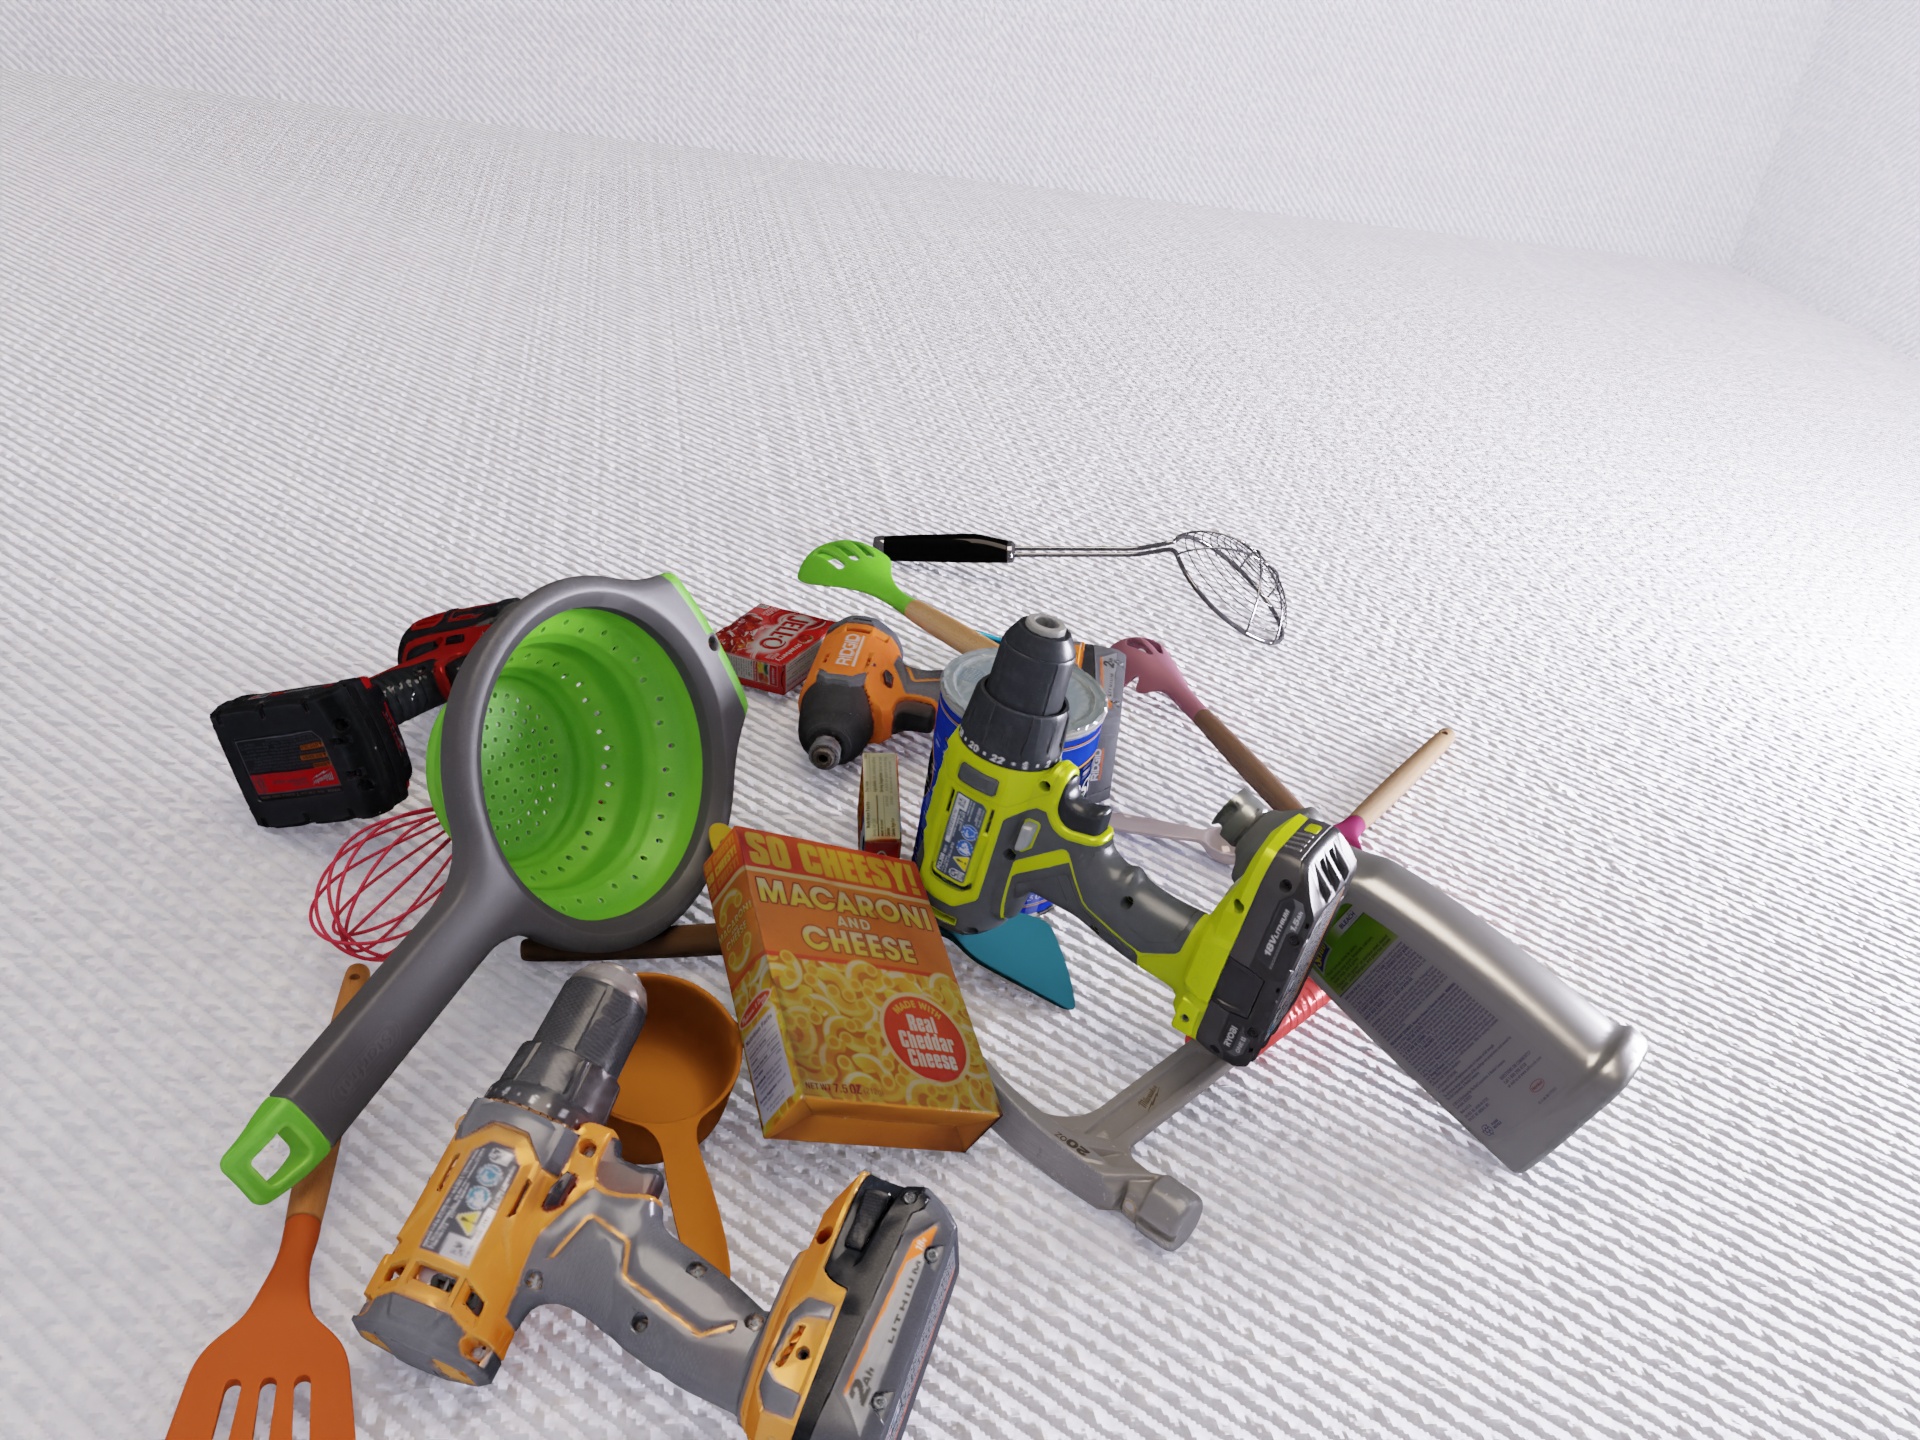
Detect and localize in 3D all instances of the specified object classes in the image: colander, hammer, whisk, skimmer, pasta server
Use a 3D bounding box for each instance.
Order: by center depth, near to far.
[{"bbox_3d":[-0.258,0.077,0.830,0.094,0.204,0.397,-4,37,33],"label":"colander"},{"bbox_3d":[0.166,0.168,0.924,0.149,0.036,0.359,31,37,32],"label":"hammer"},{"bbox_3d":[-0.294,0.058,0.958,0.073,0.073,0.296,14,24,7],"label":"whisk"},{"bbox_3d":[0.191,0.018,1.179,0.060,0.040,0.317,-5,34,-24],"label":"pasta server"},{"bbox_3d":[0.105,-0.121,1.399,0.363,0.090,0.127,2,32,6],"label":"skimmer"}]

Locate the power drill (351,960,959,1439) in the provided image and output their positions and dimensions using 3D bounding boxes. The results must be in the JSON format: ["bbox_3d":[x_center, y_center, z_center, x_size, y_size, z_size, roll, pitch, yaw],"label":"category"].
[{"bbox_3d":[-0.115,0.211,0.678,0.226,0.084,0.185,15,56,12],"label":"power drill"}]

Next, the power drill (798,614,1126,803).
[{"bbox_3d":[-0.002,-0.004,1.123,0.226,0.084,0.164,7,31,4],"label":"power drill"}]

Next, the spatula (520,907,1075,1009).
[{"bbox_3d":[-0.091,0.134,0.921,0.317,0.044,0.082,-1,33,-9],"label":"spatula"}]

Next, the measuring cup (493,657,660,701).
[{"bbox_3d":[-0.264,-0.025,1.124,0.167,0.038,0.083,-17,35,-5],"label":"measuring cup"}]

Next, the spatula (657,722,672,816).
[{"bbox_3d":[-0.209,-0.024,1.153,0.059,0.018,0.316,-2,33,-10],"label":"spatula"}]

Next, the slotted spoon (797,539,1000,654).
[{"bbox_3d":[-0.017,-0.071,1.138,0.070,0.031,0.314,-25,39,-31],"label":"slotted spoon"}]

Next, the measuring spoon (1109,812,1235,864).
[{"bbox_3d":[0.138,0.080,1.089,0.124,0.018,0.034,9,30,13],"label":"measuring spoon"}]

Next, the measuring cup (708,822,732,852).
[{"bbox_3d":[-0.106,0.123,0.889,0.062,0.029,0.157,-13,54,-33],"label":"measuring cup"}]

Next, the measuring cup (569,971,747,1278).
[{"bbox_3d":[-0.142,0.206,0.763,0.095,0.052,0.174,-3,49,-26],"label":"measuring cup"}]

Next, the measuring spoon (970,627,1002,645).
[{"bbox_3d":[0.017,-0.057,1.231,0.042,0.021,0.128,21,5,34],"label":"measuring spoon"}]

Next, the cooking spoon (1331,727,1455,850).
[{"bbox_3d":[0.296,0.066,1.150,0.069,0.017,0.319,21,32,30],"label":"cooking spoon"}]

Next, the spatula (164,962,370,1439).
[{"bbox_3d":[-0.294,0.218,0.720,0.081,0.041,0.323,2,27,-13],"label":"spatula"}]

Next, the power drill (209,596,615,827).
[{"bbox_3d":[-0.325,-0.021,1.002,0.188,0.080,0.227,-7,20,28],"label":"power drill"}]

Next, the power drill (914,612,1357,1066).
[{"bbox_3d":[0.088,0.064,0.861,0.229,0.190,0.080,28,29,21],"label":"power drill"}]
